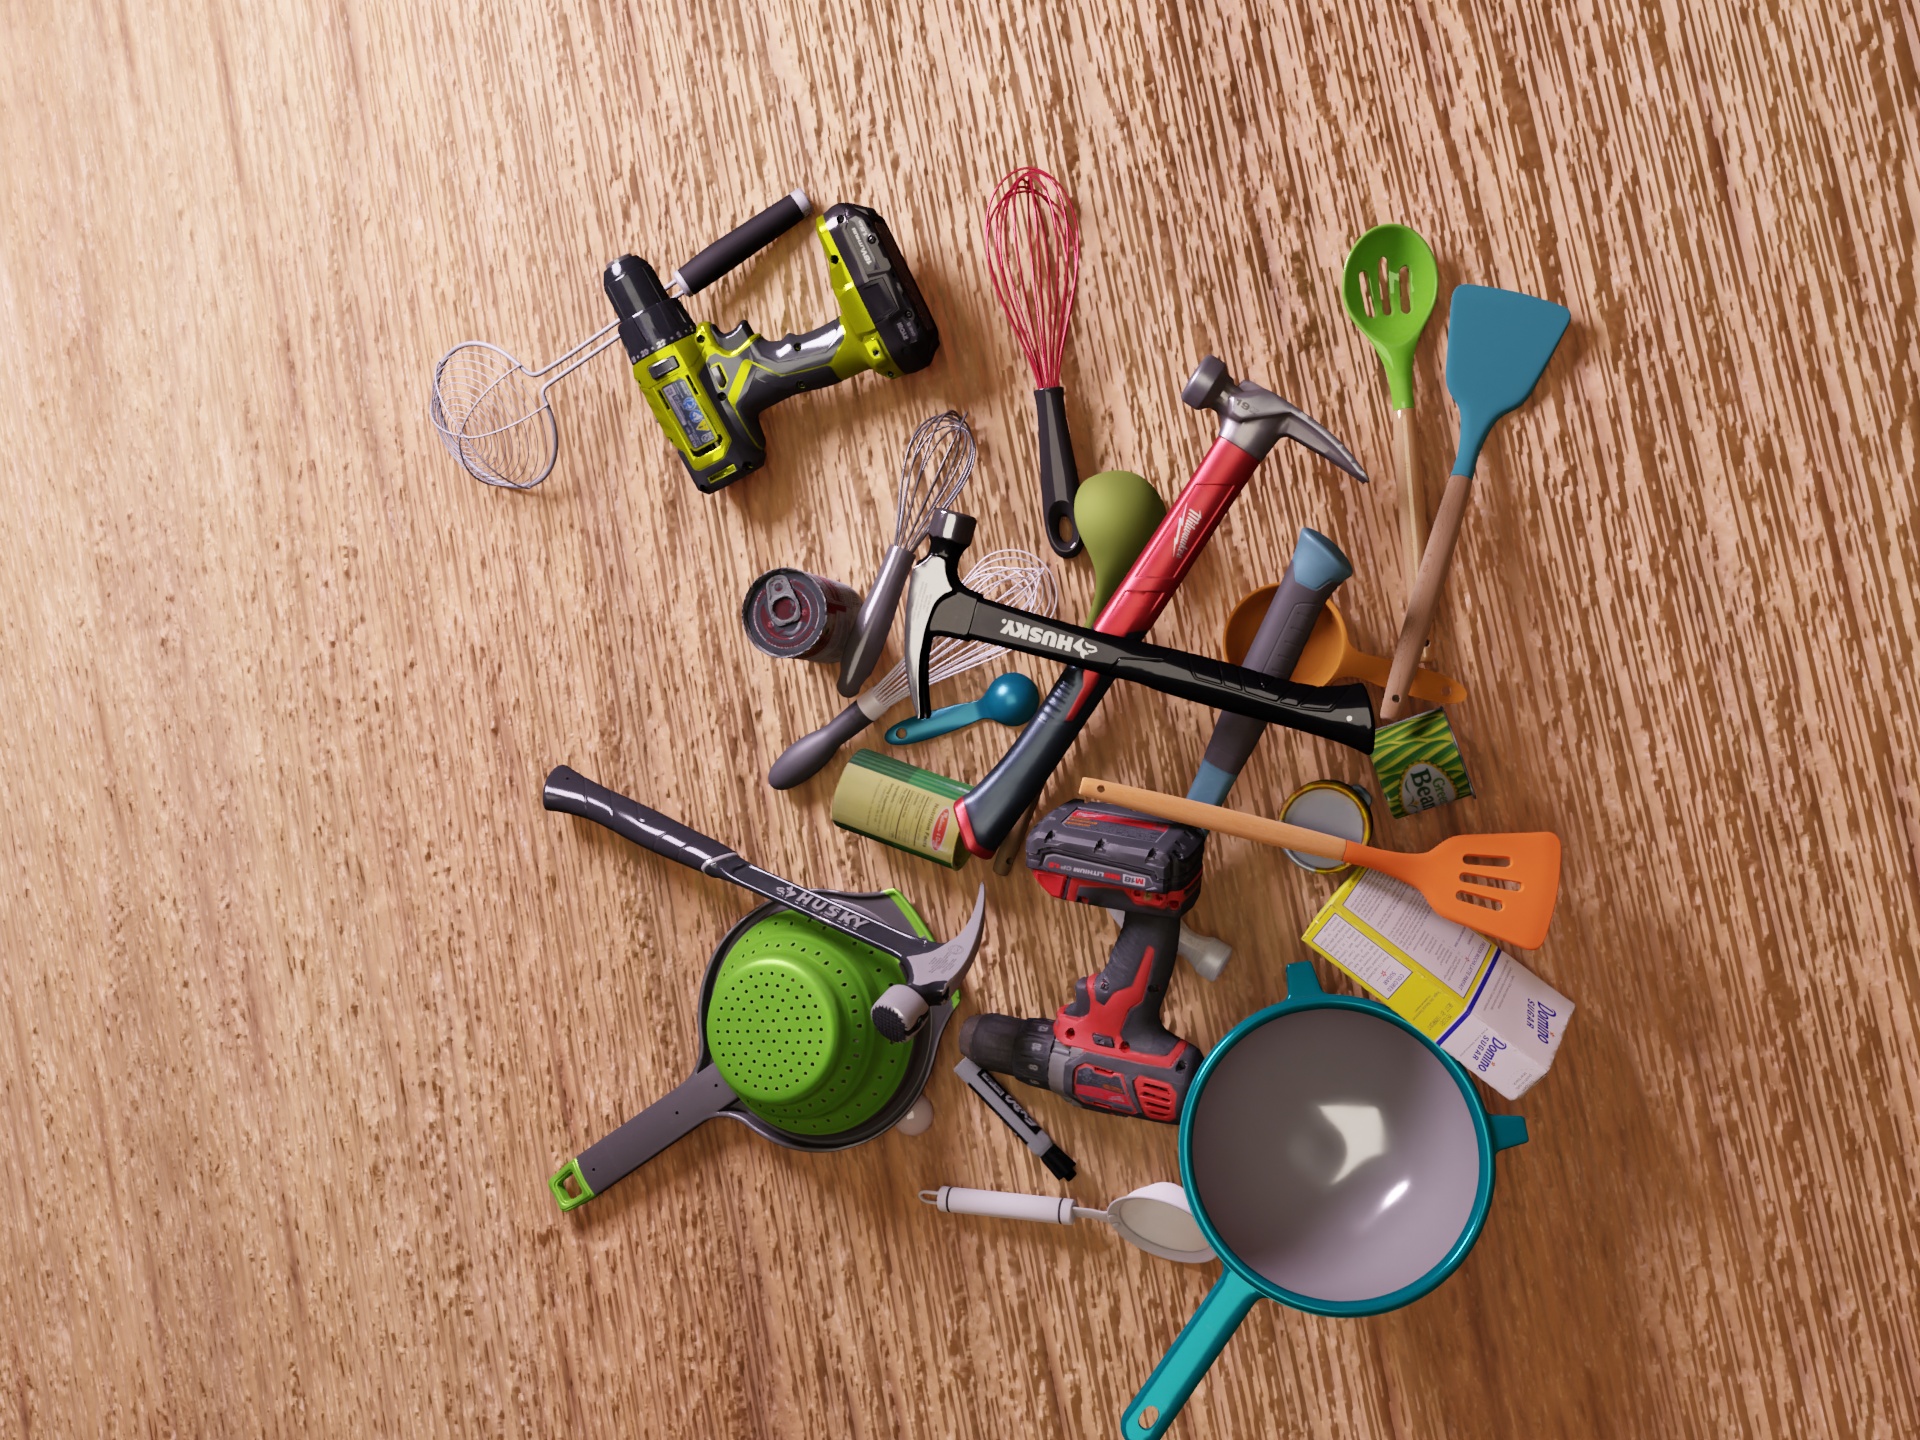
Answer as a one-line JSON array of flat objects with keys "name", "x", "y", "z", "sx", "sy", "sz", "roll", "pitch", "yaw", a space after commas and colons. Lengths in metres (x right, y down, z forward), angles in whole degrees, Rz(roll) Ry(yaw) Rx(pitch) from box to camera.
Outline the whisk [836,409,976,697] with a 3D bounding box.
[{"name": "whisk", "x": -0.044, "y": -0.128, "z": 1.216, "sx": 0.055, "sy": 0.055, "sz": 0.239, "roll": 21, "pitch": 87, "yaw": 15}]

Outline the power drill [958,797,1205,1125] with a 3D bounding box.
[{"name": "power drill", "x": 0.088, "y": 0.177, "z": 1.158, "sx": 0.188, "sy": 0.080, "sz": 0.226, "roll": 8, "pitch": 109, "yaw": 24}]

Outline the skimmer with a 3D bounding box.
[{"name": "skimmer", "x": -0.276, "y": -0.322, "z": 1.307, "sx": 0.363, "sy": 0.090, "sz": 0.127, "roll": -34, "pitch": 101, "yaw": 2}]

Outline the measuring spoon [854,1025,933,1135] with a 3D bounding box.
[{"name": "measuring spoon", "x": -0.068, "y": 0.274, "z": 1.247, "sx": 0.034, "sy": 0.018, "sz": 0.124, "roll": -42, "pitch": 79, "yaw": 11}]

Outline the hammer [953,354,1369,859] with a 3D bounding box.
[{"name": "hammer", "x": 0.127, "y": -0.057, "z": 1.131, "sx": 0.143, "sy": 0.038, "sz": 0.386, "roll": 33, "pitch": 98, "yaw": 2}]

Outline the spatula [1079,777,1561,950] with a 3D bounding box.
[{"name": "spatula", "x": 0.240, "y": 0.081, "z": 1.086, "sx": 0.322, "sy": 0.041, "sz": 0.081, "roll": 14, "pitch": 79, "yaw": 6}]

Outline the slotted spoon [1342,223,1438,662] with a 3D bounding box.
[{"name": "slotted spoon", "x": 0.319, "y": -0.198, "z": 1.146, "sx": 0.070, "sy": 0.031, "sz": 0.314, "roll": -5, "pitch": 90, "yaw": 0}]

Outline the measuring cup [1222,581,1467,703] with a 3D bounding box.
[{"name": "measuring cup", "x": 0.276, "y": -0.042, "z": 1.143, "sx": 0.174, "sy": 0.052, "sz": 0.095, "roll": 18, "pitch": 94, "yaw": 13}]

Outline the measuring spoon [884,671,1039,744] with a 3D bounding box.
[{"name": "measuring spoon", "x": -0.002, "y": -0.004, "z": 1.232, "sx": 0.128, "sy": 0.021, "sz": 0.042, "roll": -17, "pitch": 84, "yaw": 13}]

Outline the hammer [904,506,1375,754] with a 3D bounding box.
[{"name": "hammer", "x": 0.120, "y": -0.035, "z": 1.091, "sx": 0.335, "sy": 0.035, "sz": 0.146, "roll": 16, "pitch": 95, "yaw": 11}]

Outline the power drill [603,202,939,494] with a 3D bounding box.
[{"name": "power drill", "x": -0.150, "y": -0.306, "z": 1.230, "sx": 0.228, "sy": 0.080, "sz": 0.190, "roll": -24, "pitch": 103, "yaw": 13}]

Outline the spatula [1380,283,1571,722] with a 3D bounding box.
[{"name": "spatula", "x": 0.343, "y": -0.150, "z": 1.110, "sx": 0.082, "sy": 0.044, "sz": 0.317, "roll": 17, "pitch": 79, "yaw": 11}]

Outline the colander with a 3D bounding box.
[{"name": "colander", "x": -0.190, "y": 0.279, "z": 1.235, "sx": 0.397, "sy": 0.094, "sz": 0.205, "roll": -36, "pitch": 75, "yaw": 14}]

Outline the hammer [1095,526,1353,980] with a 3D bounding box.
[{"name": "hammer", "x": 0.193, "y": 0.021, "z": 1.131, "sx": 0.128, "sy": 0.033, "sz": 0.331, "roll": 29, "pitch": 112, "yaw": 17}]

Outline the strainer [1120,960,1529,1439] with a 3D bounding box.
[{"name": "strainer", "x": 0.218, "y": 0.351, "z": 1.105, "sx": 0.211, "sy": 0.095, "sz": 0.340, "roll": 36, "pitch": 83, "yaw": 12}]

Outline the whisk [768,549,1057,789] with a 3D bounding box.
[{"name": "whisk", "x": -0.044, "y": -0.033, "z": 1.231, "sx": 0.284, "sy": 0.070, "sz": 0.070, "roll": -37, "pitch": 80, "yaw": 16}]

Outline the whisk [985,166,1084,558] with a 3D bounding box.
[{"name": "whisk", "x": 0.065, "y": -0.270, "z": 1.204, "sx": 0.073, "sy": 0.073, "sz": 0.296, "roll": -6, "pitch": 94, "yaw": 15}]

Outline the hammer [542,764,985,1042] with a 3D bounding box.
[{"name": "hammer", "x": -0.166, "y": 0.114, "z": 1.230, "sx": 0.409, "sy": 0.149, "sz": 0.036, "roll": 21, "pitch": 131, "yaw": 26}]

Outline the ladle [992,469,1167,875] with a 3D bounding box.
[{"name": "ladle", "x": 0.078, "y": -0.033, "z": 1.202, "sx": 0.062, "sy": 0.078, "sz": 0.320, "roll": 38, "pitch": 112, "yaw": 56}]

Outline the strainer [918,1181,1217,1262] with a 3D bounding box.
[{"name": "strainer", "x": 0.088, "y": 0.367, "z": 1.192, "sx": 0.258, "sy": 0.050, "sz": 0.086, "roll": -1, "pitch": 133, "yaw": 20}]
